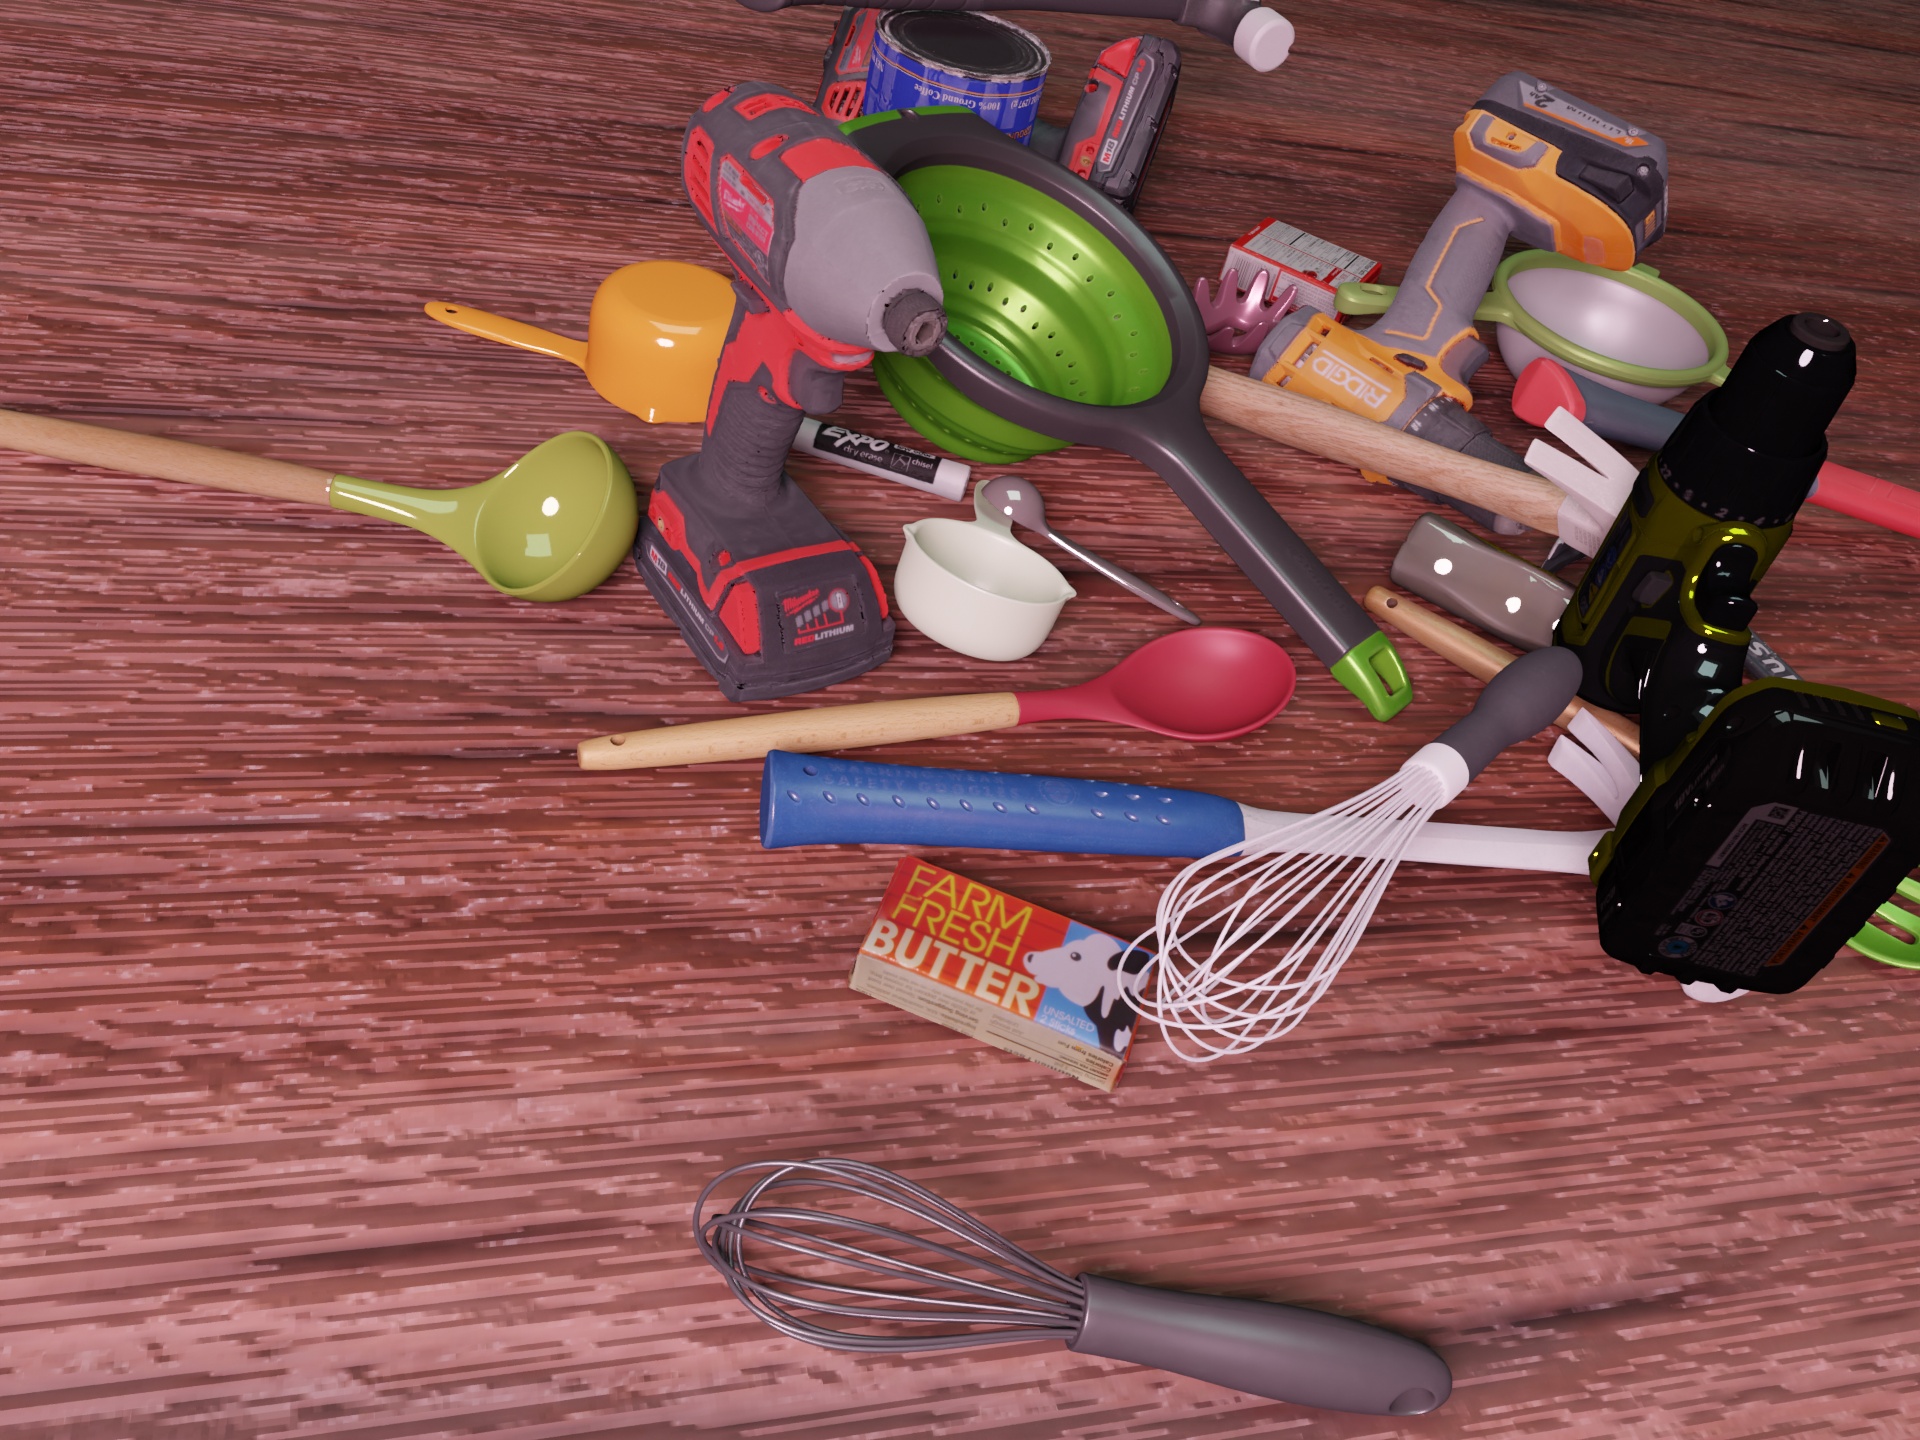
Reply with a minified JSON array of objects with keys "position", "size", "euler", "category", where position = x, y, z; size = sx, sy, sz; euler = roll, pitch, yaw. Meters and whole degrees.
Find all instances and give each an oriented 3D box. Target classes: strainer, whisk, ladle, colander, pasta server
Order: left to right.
[{"position":[-0.295,-0.108,0.674],"size":[0.320,0.062,0.078],"euler":[11,69,-1],"category":"ladle"},{"position":[-0.001,-0.002,0.670],"size":[0.315,0.031,0.069],"euler":[-6,43,-21],"category":"ladle"},{"position":[0.055,-0.246,0.946],"size":[0.316,0.040,0.060],"euler":[0,47,-16],"category":"pasta server"},{"position":[0.037,0.174,0.475],"size":[0.239,0.055,0.055],"euler":[15,41,-8],"category":"whisk"},{"position":[0.070,-0.139,0.809],"size":[0.204,0.094,0.397],"euler":[-29,76,-43],"category":"colander"},{"position":[0.161,0.036,0.604],"size":[0.070,0.070,0.284],"euler":[39,51,24],"category":"whisk"},{"position":[0.350,-0.236,1.006],"size":[0.256,0.069,0.152],"euler":[2,45,-11],"category":"strainer"}]

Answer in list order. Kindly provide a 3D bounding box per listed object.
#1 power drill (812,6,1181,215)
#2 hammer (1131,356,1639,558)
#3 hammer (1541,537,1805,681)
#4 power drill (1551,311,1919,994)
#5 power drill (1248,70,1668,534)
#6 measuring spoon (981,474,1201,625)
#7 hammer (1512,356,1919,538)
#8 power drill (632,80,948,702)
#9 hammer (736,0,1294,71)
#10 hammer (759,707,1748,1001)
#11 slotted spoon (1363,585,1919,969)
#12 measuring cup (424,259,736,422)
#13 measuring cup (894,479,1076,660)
[{"position":[0.029,-0.436,1.049],"size":[0.226,0.188,0.080],"euler":[20,0,3],"category":"power drill"},{"position":[0.208,-0.147,0.832],"size":[0.331,0.129,0.031],"euler":[28,79,31],"category":"hammer"},{"position":[0.442,0.025,0.772],"size":[0.149,0.036,0.409],"euler":[-8,47,-23],"category":"hammer"},{"position":[0.302,-0.030,0.621],"size":[0.080,0.190,0.229],"euler":[13,46,1],"category":"power drill"},{"position":[0.298,-0.225,0.887],"size":[0.185,0.226,0.084],"euler":[42,4,28],"category":"power drill"},{"position":[0.066,-0.084,0.765],"size":[0.124,0.018,0.034],"euler":[32,18,-3],"category":"measuring spoon"},{"position":[0.511,-0.152,0.959],"size":[0.386,0.038,0.143],"euler":[16,40,-8],"category":"hammer"},{"position":[-0.065,-0.120,0.631],"size":[0.078,0.219,0.143],"euler":[-17,51,-31],"category":"power drill"},{"position":[0.023,-0.425,0.919],"size":[0.334,0.035,0.146],"euler":[-10,48,-27],"category":"hammer"},{"position":[0.122,0.041,0.653],"size":[0.405,0.035,0.144],"euler":[5,43,-12],"category":"hammer"},{"position":[0.327,0.016,0.747],"size":[0.314,0.031,0.070],"euler":[34,82,24],"category":"slotted spoon"},{"position":[-0.188,-0.209,0.816],"size":[0.173,0.052,0.095],"euler":[14,41,-5],"category":"measuring cup"},{"position":[0.009,-0.075,0.754],"size":[0.083,0.038,0.168],"euler":[20,24,-7],"category":"measuring cup"}]
